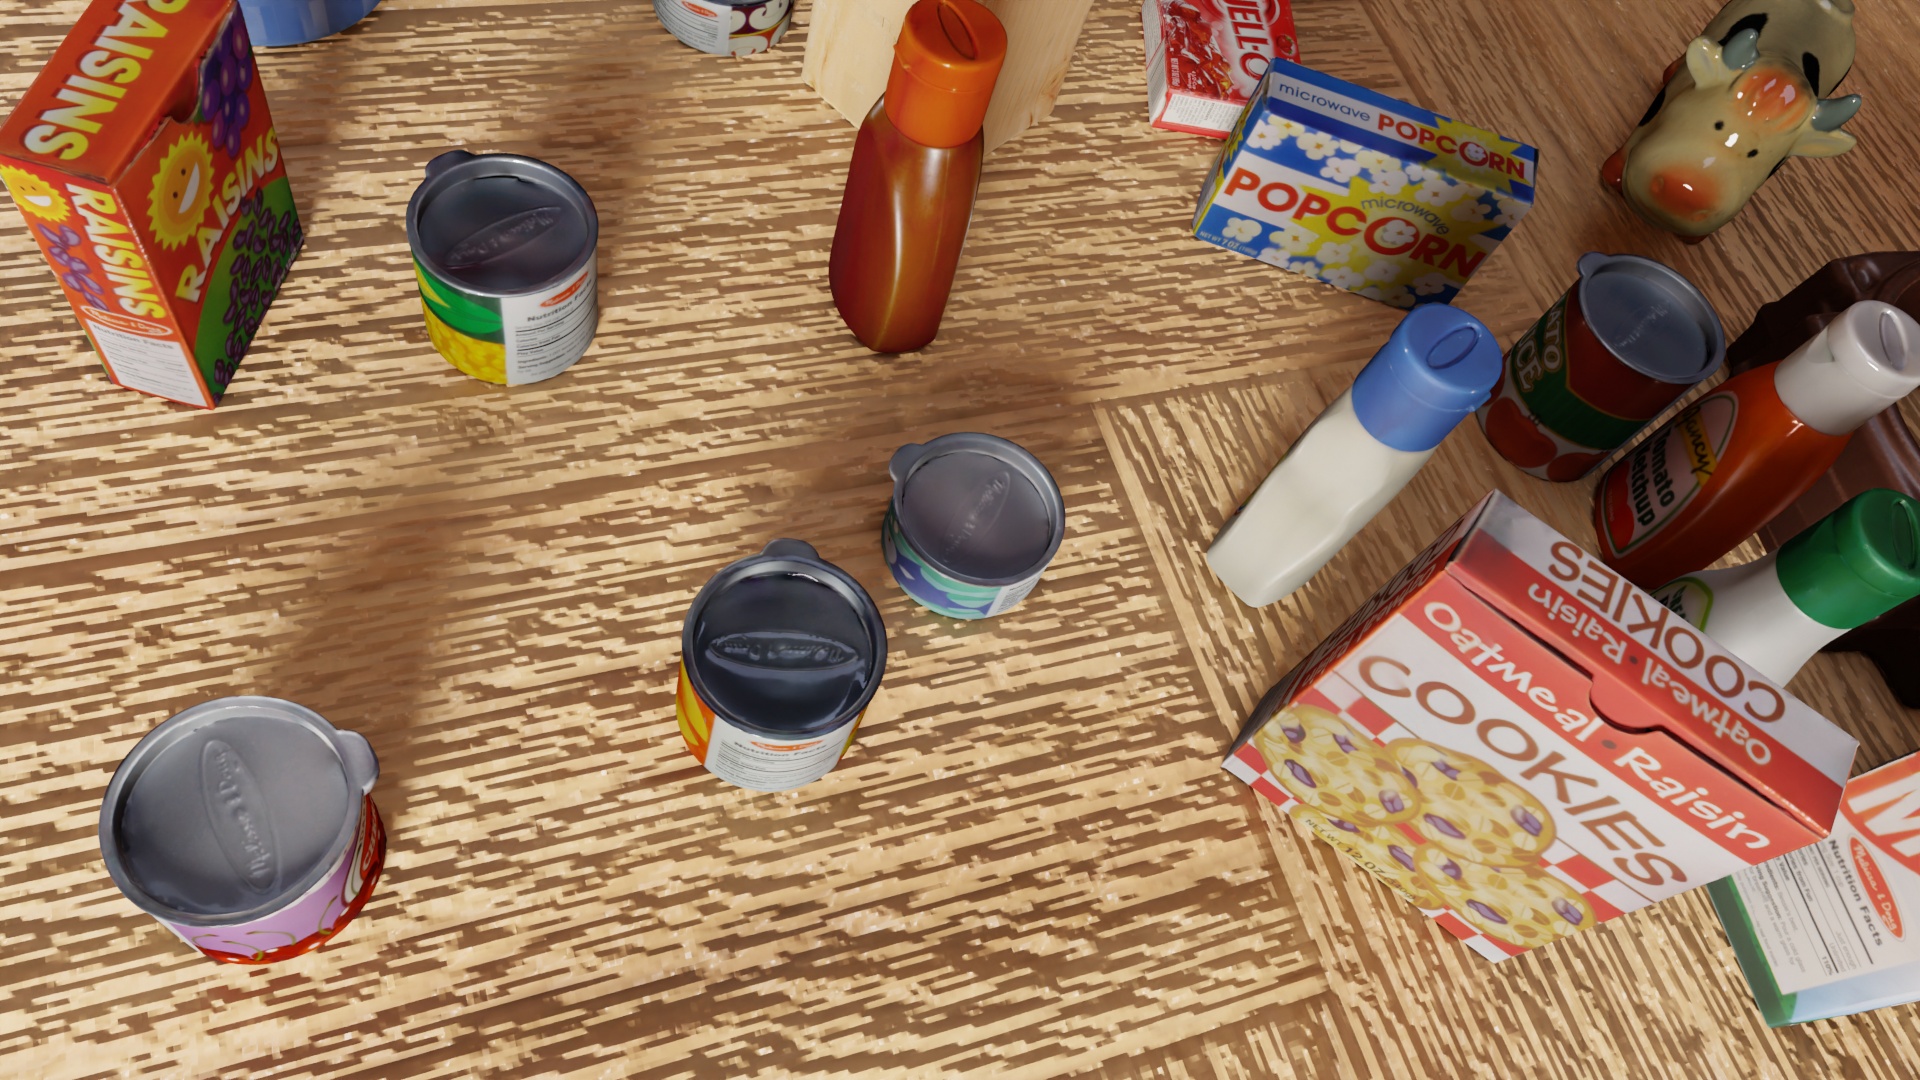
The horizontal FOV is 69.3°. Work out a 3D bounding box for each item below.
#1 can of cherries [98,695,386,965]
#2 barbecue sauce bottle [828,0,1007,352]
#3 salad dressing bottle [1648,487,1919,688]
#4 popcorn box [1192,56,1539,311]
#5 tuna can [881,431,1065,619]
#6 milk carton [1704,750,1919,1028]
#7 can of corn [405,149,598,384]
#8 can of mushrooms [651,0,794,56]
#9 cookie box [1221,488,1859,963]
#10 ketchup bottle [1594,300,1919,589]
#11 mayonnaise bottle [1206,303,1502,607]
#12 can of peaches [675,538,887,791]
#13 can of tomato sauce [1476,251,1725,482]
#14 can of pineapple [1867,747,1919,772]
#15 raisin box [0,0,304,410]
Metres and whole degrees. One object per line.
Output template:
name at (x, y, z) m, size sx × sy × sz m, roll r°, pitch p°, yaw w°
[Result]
can of cherries at (-0.205, 0.086, 0.410) m, size 0.071 × 0.058 × 0.072 m, roll 6°, pitch 61°, yaw -11°
barbecue sauce bottle at (-0.018, -0.137, 0.529) m, size 0.044 × 0.147 × 0.065 m, roll -13°, pitch 66°, yaw -20°
salad dressing bottle at (0.293, 0.031, 0.516) m, size 0.044 × 0.147 × 0.064 m, roll 20°, pitch 59°, yaw -3°
popcorn box at (0.179, -0.157, 0.627) m, size 0.127 × 0.084 × 0.038 m, roll 18°, pitch 59°, yaw -4°
tuna can at (0.002, -0.007, 0.529) m, size 0.071 × 0.032 × 0.071 m, roll 6°, pitch 61°, yaw -11°
milk carton at (0.349, 0.106, 0.464) m, size 0.072 × 0.189 × 0.074 m, roll -4°, pitch 63°, yaw -16°
can of corn at (-0.172, -0.103, 0.523) m, size 0.071 × 0.058 × 0.071 m, roll 6°, pitch 61°, yaw -11°
can of mushrooms at (-0.107, -0.259, 0.640) m, size 0.071 × 0.033 × 0.071 m, roll 6°, pitch 61°, yaw -11°
cookie box at (0.173, 0.070, 0.452) m, size 0.123 × 0.166 × 0.040 m, roll 36°, pitch 60°, yaw 7°
ketchup bottle at (0.318, -0.038, 0.560) m, size 0.043 × 0.148 × 0.065 m, roll 16°, pitch 59°, yaw -5°
mayonnaise bottle at (0.143, -0.029, 0.511) m, size 0.065 × 0.147 × 0.041 m, roll -36°, pitch 76°, yaw -28°
can of peaches at (-0.062, 0.044, 0.471) m, size 0.071 × 0.057 × 0.071 m, roll 6°, pitch 61°, yaw -11°
can of tomato sauce at (0.275, -0.074, 0.607) m, size 0.071 × 0.082 × 0.071 m, roll 6°, pitch 61°, yaw -11°
can of pineapple at (0.406, 0.112, 0.552) m, size 0.071 × 0.057 × 0.071 m, roll 6°, pitch 61°, yaw -11°
raisin box at (-0.266, -0.114, 0.467) m, size 0.040 × 0.122 × 0.086 m, roll 15°, pitch 60°, yaw -6°
